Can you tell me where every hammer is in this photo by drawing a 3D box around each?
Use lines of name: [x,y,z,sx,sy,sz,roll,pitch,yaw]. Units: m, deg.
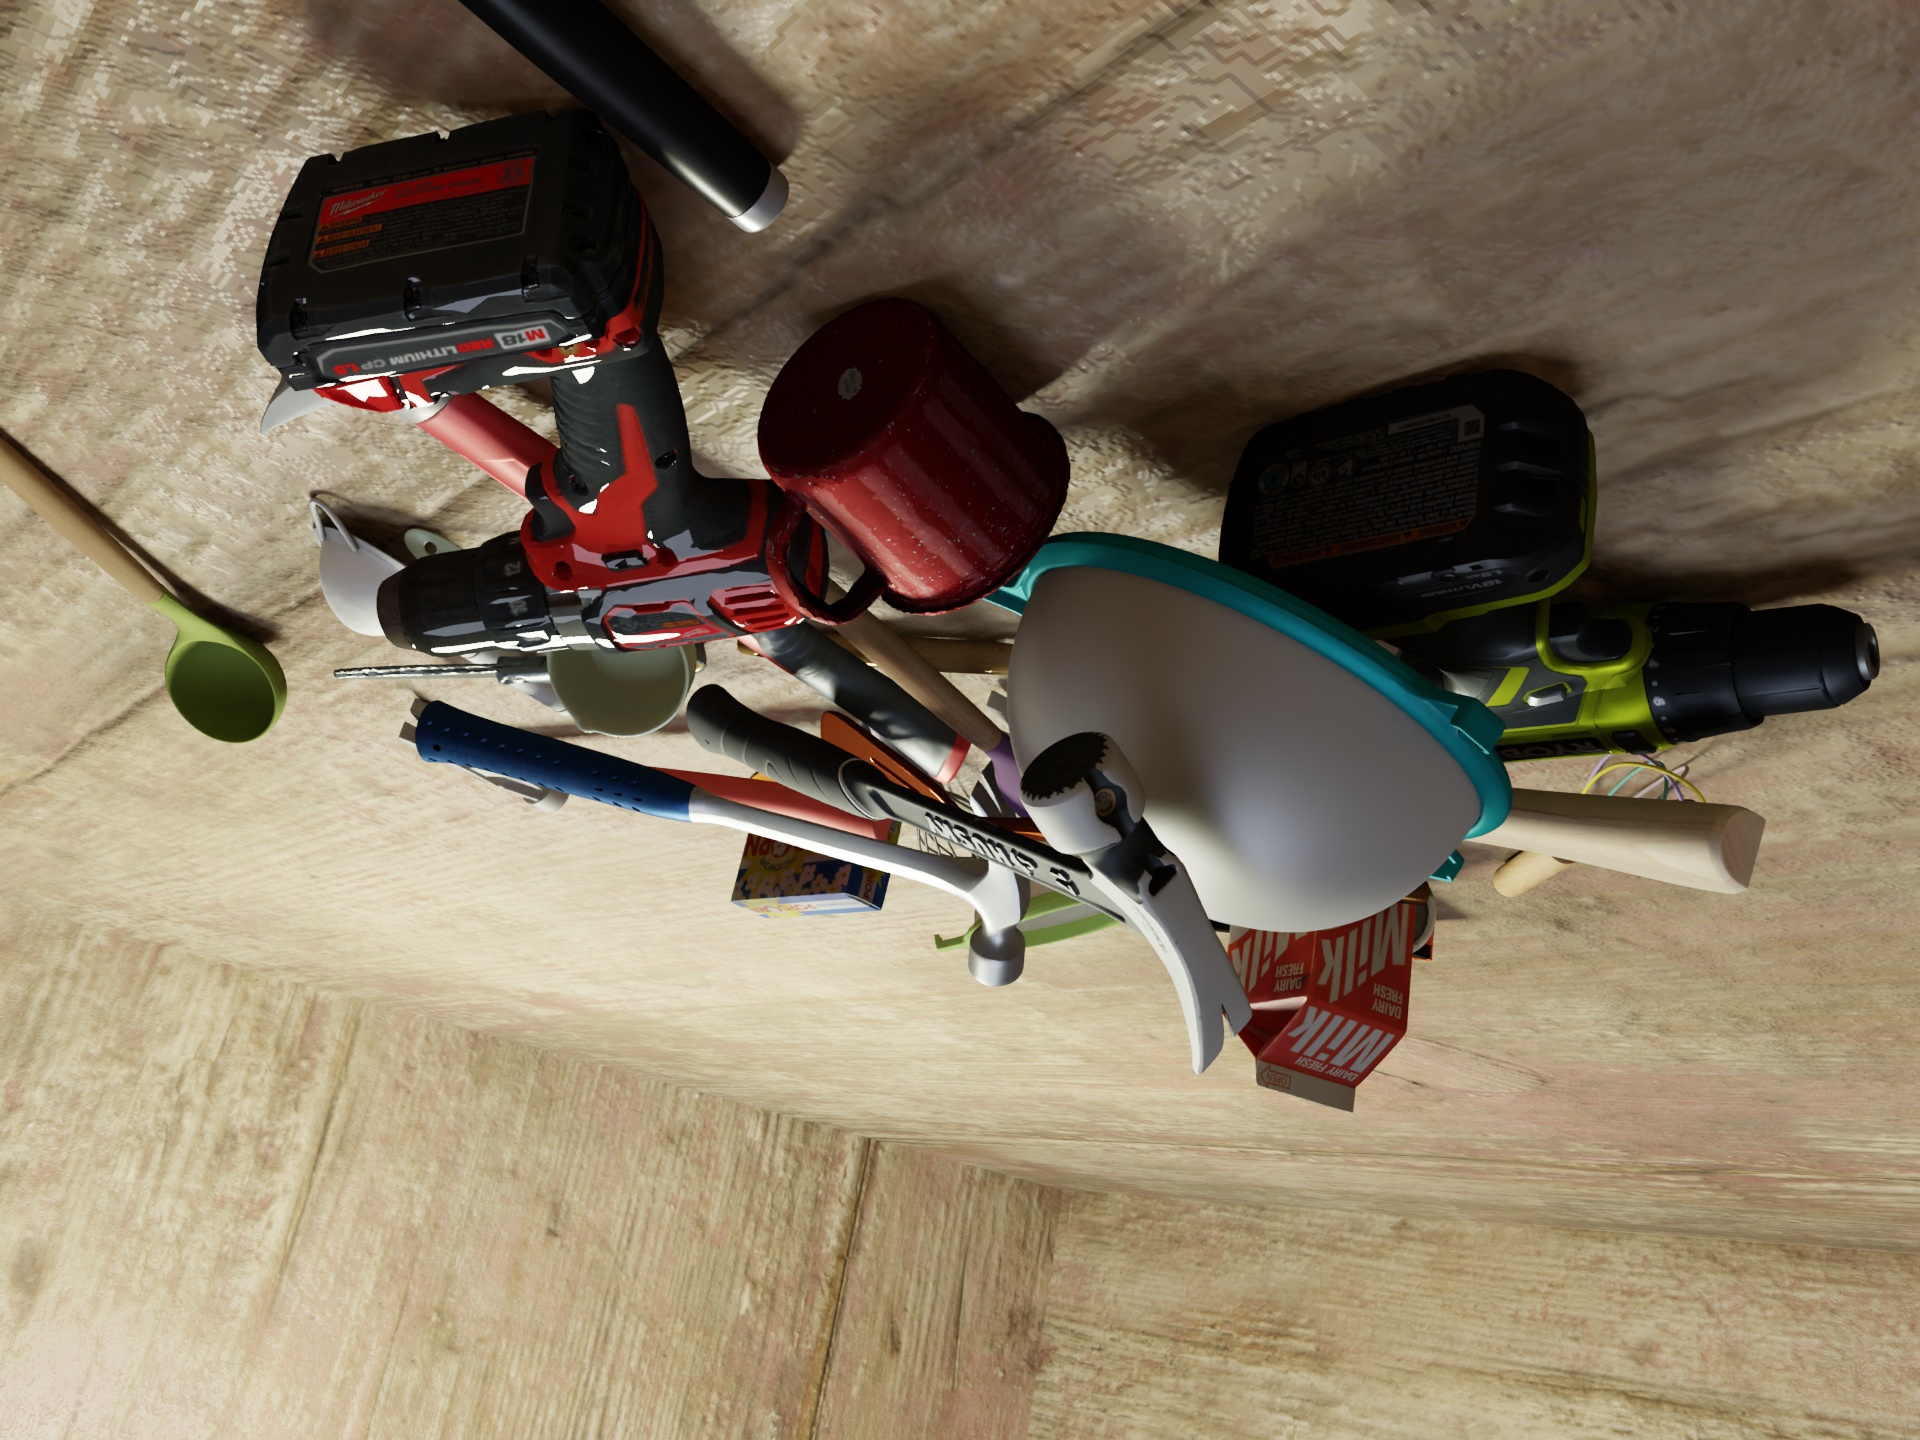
hammer: [-0.027,0.037,0.695,0.409,0.036,0.149,18,146,57]
hammer: [-0.135,-0.065,0.759,0.143,0.038,0.385,-7,149,41]
hammer: [0.173,0.033,0.765,0.146,0.038,0.411,25,169,-33]
hammer: [-0.200,0.040,1.050,0.359,0.037,0.149,5,160,32]
hammer: [-0.150,0.048,0.961,0.405,0.035,0.144,14,128,16]

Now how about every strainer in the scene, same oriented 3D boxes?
strainer: [-0.289,-0.047,0.914,0.087,0.050,0.258,18,168,28]
strainer: [0.041,-0.003,0.642,0.340,0.095,0.210,25,168,20]
strainer: [0.099,0.082,1.021,0.151,0.069,0.256,-1,158,-37]

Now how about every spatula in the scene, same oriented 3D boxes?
spatula: [-0.001,-0.003,0.798,0.060,0.018,0.315,-12,144,33]
spatula: [0.082,0.053,0.822,0.322,0.041,0.081,10,157,1]

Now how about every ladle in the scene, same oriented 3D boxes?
ladle: [0.026,-0.030,0.821,0.315,0.031,0.069,5,156,20]
ladle: [-0.482,-0.076,0.912,0.078,0.062,0.320,5,156,8]

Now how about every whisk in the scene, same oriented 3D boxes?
whisk: [0.352,0.069,0.896,0.047,0.051,0.244,4,162,1]
whisk: [-0.022,0.044,1.016,0.055,0.055,0.238,3,153,18]

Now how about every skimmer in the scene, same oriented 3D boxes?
skimmer: [-0.190,-0.204,0.388,0.363,0.090,0.127,29,-175,-45]

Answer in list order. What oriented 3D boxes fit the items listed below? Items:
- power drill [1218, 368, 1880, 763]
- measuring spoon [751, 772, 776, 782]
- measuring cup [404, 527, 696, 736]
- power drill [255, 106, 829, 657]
power drill: [0.227,-0.044,0.619,0.190,0.080,0.228,-8,155,42]
measuring spoon: [-0.129,0.042,1.099,0.011,0.021,0.117,-28,177,-27]
measuring cup: [-0.216,-0.057,0.847,0.167,0.083,0.038,33,-160,-6]
power drill: [-0.164,-0.097,0.585,0.188,0.080,0.226,-8,149,9]
